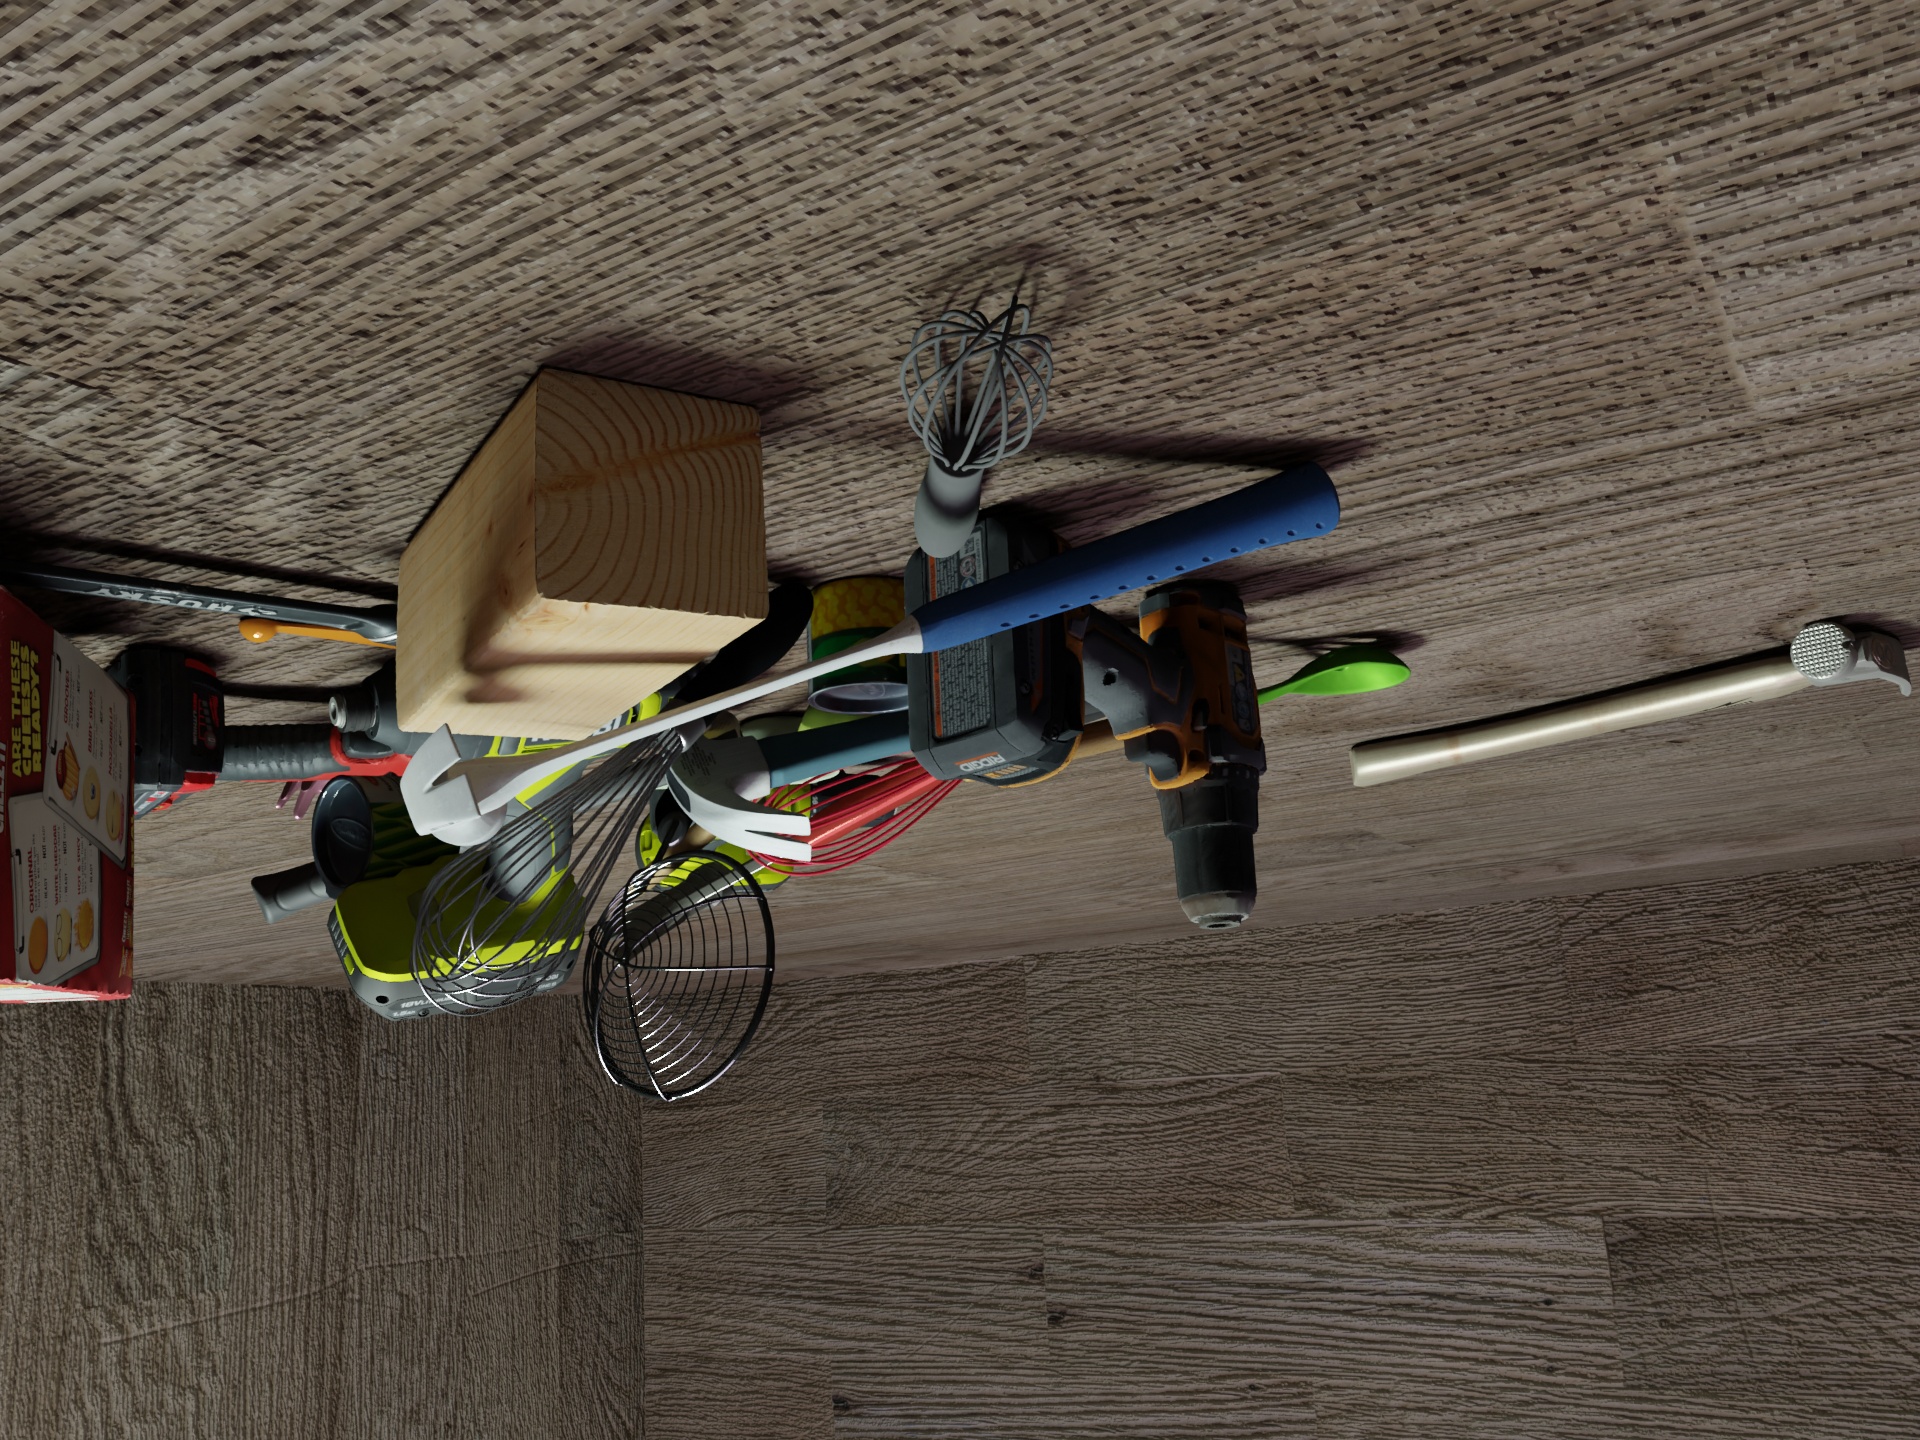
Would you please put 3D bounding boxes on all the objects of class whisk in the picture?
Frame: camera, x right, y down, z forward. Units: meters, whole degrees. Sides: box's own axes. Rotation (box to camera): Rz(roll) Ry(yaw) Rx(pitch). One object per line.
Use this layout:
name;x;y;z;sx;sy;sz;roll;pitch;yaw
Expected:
whisk;0.008;0.015;0.947;0.296;0.073;0.073;-23;170;-13
whisk;-0.153;0.023;0.748;0.070;0.285;0.070;23;143;19
whisk;0.000;-0.102;0.627;0.055;0.055;0.239;-2;170;-5

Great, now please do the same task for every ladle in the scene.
ladle;-0.137;0.059;1.073;0.078;0.062;0.320;-2;152;-46

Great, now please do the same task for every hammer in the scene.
hammer;-0.001;-0.003;0.898;0.331;0.128;0.033;-13;135;-16
hammer;-0.292;0.063;1.010;0.335;0.035;0.146;-18;-169;4
hammer;0.477;0.000;1.194;0.146;0.038;0.410;7;164;-41
hammer;-0.069;0.059;1.048;0.359;0.037;0.149;-29;-179;20
hammer;-0.308;-0.049;0.796;0.408;0.036;0.149;8;164;-40
hammer;-0.027;-0.032;0.653;0.405;0.035;0.144;-20;178;-12

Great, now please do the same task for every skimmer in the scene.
skimmer;-0.153;0.098;0.934;0.090;0.127;0.363;36;-172;-10

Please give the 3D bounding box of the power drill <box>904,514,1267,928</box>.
power drill;0.077;0.006;0.806;0.084;0.185;0.226;-18;158;41

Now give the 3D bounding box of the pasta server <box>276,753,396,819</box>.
pasta server;-0.330;0.029;1.111;0.316;0.040;0.060;-8;155;13

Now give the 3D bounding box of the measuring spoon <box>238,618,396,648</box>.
measuring spoon;-0.330;-0.042;0.865;0.116;0.011;0.021;6;163;-36

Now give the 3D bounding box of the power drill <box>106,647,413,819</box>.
power drill;-0.377;0.010;0.944;0.226;0.080;0.188;4;165;-39

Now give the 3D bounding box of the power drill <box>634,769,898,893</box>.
power drill;-0.168;0.084;1.303;0.190;0.080;0.228;2;163;-20

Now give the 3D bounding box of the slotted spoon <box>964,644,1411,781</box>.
slotted spoon;0.140;-0.005;0.963;0.313;0.031;0.070;-14;169;-24

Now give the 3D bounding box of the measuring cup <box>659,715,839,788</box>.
measuring cup;-0.166;0.025;1.139;0.167;0.038;0.083;-7;166;22

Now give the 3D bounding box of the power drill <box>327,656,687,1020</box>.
power drill;-0.253;0.051;0.835;0.171;0.080;0.223;-6;134;-38
